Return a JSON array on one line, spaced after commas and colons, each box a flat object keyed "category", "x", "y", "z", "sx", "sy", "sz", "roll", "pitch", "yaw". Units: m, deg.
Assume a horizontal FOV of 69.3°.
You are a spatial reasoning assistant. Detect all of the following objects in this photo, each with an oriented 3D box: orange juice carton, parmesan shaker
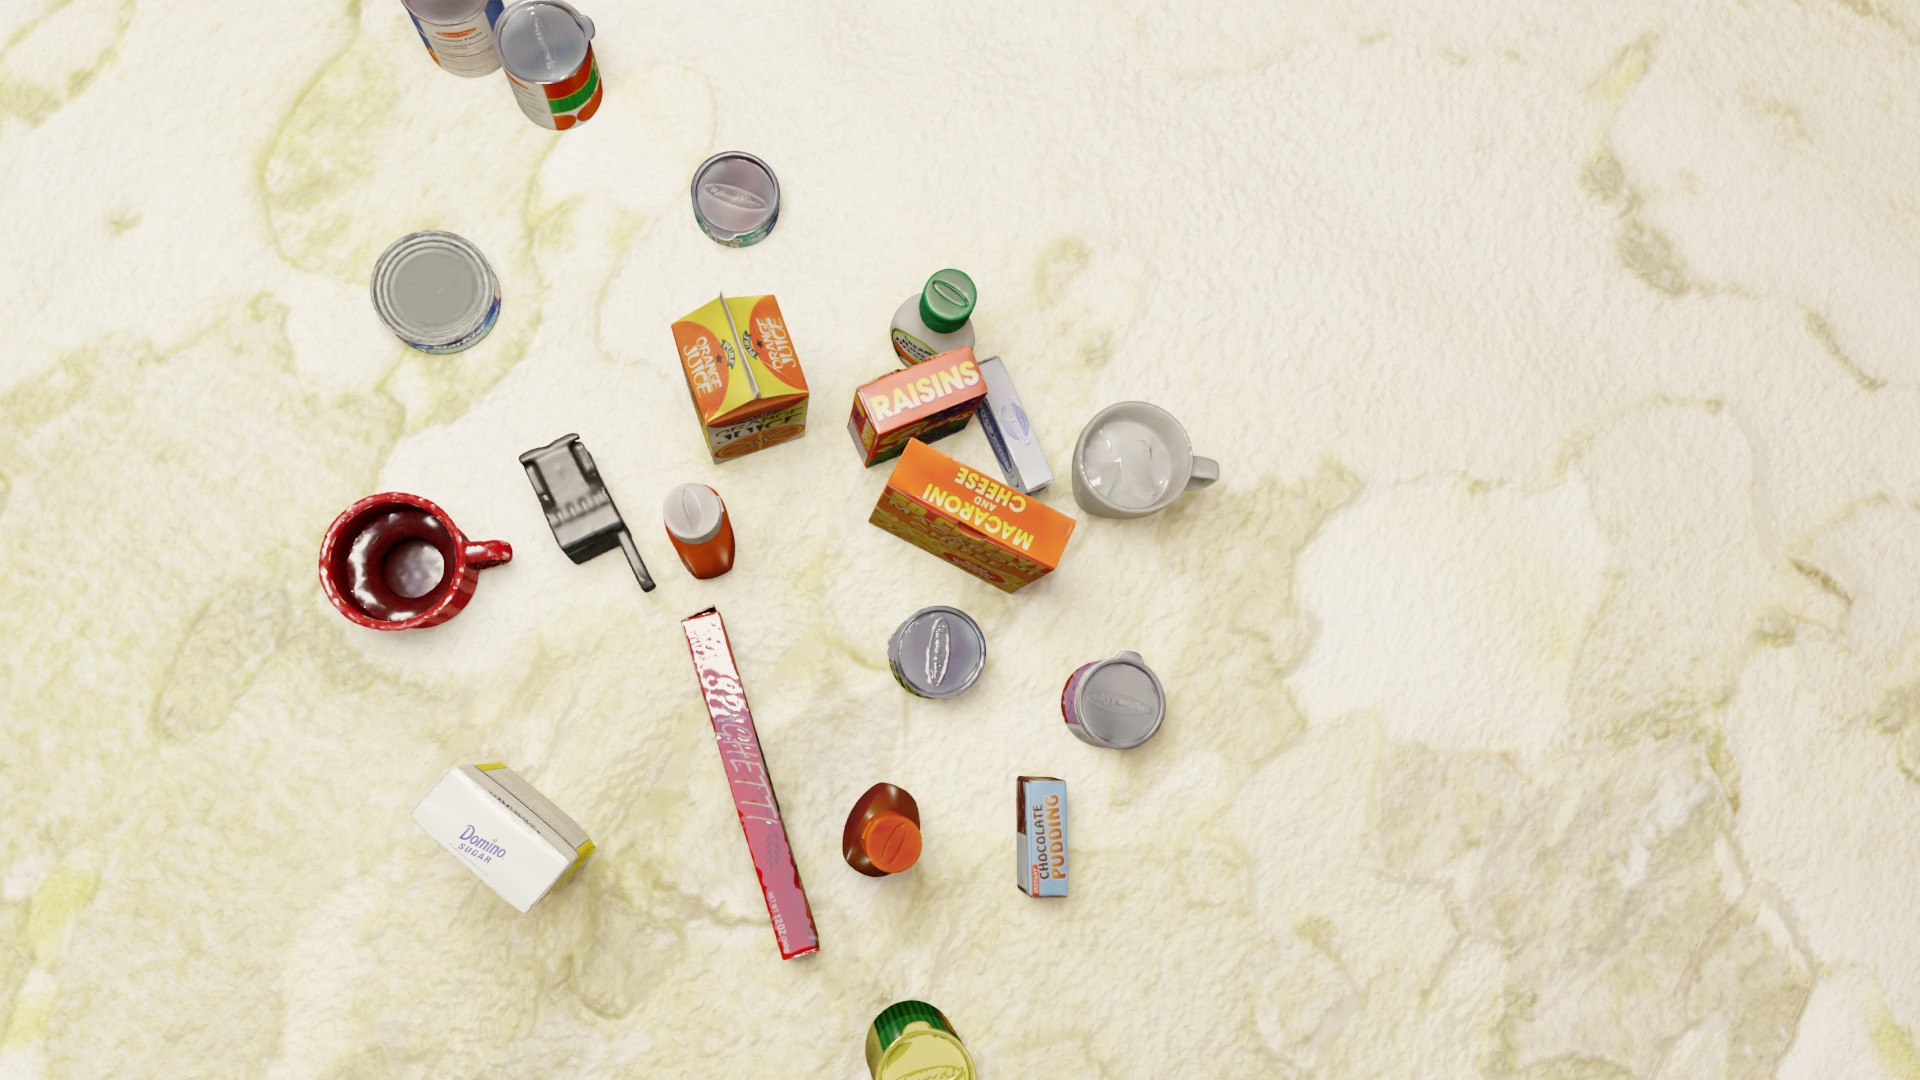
[{"category": "orange juice carton", "x": -0.149, "y": -0.111, "z": 0.949, "sx": 0.073, "sy": 0.192, "sz": 0.072, "roll": -19, "pitch": 86, "yaw": -10}, {"category": "parmesan shaker", "x": -0.029, "y": 0.353, "z": 0.946, "sx": 0.071, "sy": 0.103, "sz": 0.071, "roll": 1, "pitch": 83, "yaw": -8}]

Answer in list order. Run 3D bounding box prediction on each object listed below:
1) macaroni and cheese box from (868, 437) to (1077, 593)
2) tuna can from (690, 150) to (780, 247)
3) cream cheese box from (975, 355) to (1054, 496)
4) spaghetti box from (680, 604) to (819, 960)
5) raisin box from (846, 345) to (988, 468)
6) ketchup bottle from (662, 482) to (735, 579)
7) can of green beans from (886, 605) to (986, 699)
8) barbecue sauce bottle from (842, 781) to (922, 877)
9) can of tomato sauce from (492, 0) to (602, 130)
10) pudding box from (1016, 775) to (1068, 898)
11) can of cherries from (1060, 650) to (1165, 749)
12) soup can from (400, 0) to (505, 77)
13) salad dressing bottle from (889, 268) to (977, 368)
[{"category": "macaroni and cheese box", "x": 0.003, "y": -0.012, "z": 0.969, "sx": 0.124, "sy": 0.166, "sz": 0.040, "roll": 27, "pitch": 80, "yaw": -4}, {"category": "tuna can", "x": -0.170, "y": -0.254, "z": 1.047, "sx": 0.071, "sy": 0.033, "sz": 0.071, "roll": 1, "pitch": 82, "yaw": -8}, {"category": "cream cheese box", "x": 0.035, "y": -0.083, "z": 1.041, "sx": 0.024, "sy": 0.053, "sz": 0.104, "roll": -23, "pitch": 86, "yaw": -10}, {"category": "spaghetti box", "x": -0.149, "y": 0.169, "z": 0.982, "sx": 0.029, "sy": 0.050, "sz": 0.250, "roll": -17, "pitch": 85, "yaw": -9}, {"category": "raisin box", "x": -0.033, "y": -0.095, "z": 0.997, "sx": 0.086, "sy": 0.123, "sz": 0.040, "roll": -22, "pitch": 86, "yaw": -10}, {"category": "ketchup bottle", "x": -0.179, "y": -0.011, "z": 0.953, "sx": 0.043, "sy": 0.148, "sz": 0.065, "roll": -17, "pitch": 85, "yaw": -9}, {"category": "can of green beans", "x": -0.018, "y": 0.082, "z": 1.008, "sx": 0.071, "sy": 0.057, "sz": 0.071, "roll": 1, "pitch": 82, "yaw": -8}, {"category": "barbecue sauce bottle", "x": -0.052, "y": 0.199, "z": 0.942, "sx": 0.044, "sy": 0.148, "sz": 0.065, "roll": 28, "pitch": 80, "yaw": -3}, {"category": "can of tomato sauce", "x": -0.298, "y": -0.348, "z": 1.016, "sx": 0.071, "sy": 0.083, "sz": 0.071, "roll": 1, "pitch": 82, "yaw": -8}, {"category": "pudding box", "x": 0.058, "y": 0.213, "z": 1.005, "sx": 0.030, "sy": 0.049, "sz": 0.084, "roll": 0, "pitch": 82, "yaw": -8}, {"category": "can of cherries", "x": 0.112, "y": 0.117, "z": 1.021, "sx": 0.071, "sy": 0.058, "sz": 0.071, "roll": 1, "pitch": 82, "yaw": -8}, {"category": "soup can", "x": -0.367, "y": -0.389, "z": 1.012, "sx": 0.071, "sy": 0.083, "sz": 0.071, "roll": 1, "pitch": 82, "yaw": -8}, {"category": "salad dressing bottle", "x": -0.016, "y": -0.156, "z": 0.996, "sx": 0.064, "sy": 0.147, "sz": 0.044, "roll": 34, "pitch": 80, "yaw": -2}]
